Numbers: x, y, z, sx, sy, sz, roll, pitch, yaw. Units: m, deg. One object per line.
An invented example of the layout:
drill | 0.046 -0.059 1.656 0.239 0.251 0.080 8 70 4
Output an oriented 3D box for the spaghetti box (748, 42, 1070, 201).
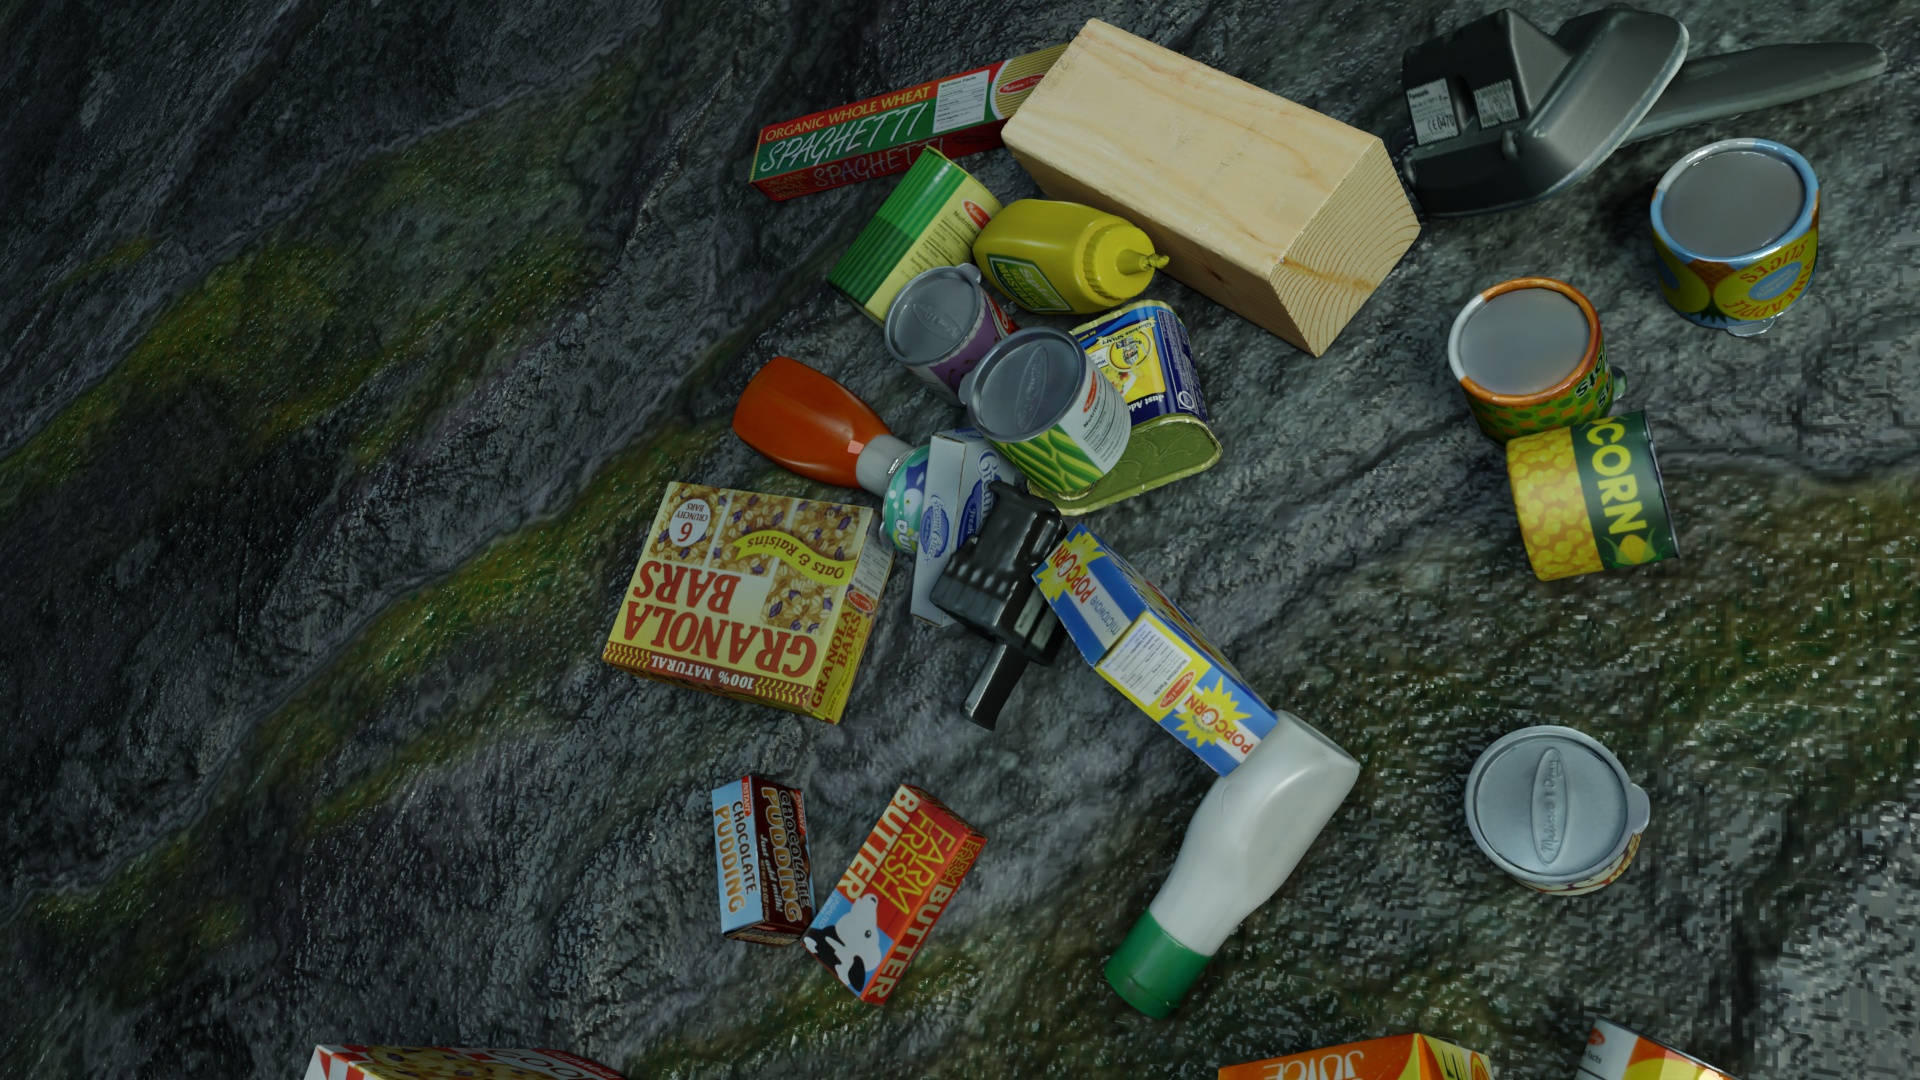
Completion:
spaghetti box | -0.033 -0.280 0.939 0.250 0.028 0.050 -5 66 29

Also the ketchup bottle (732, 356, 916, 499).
ketchup bottle | -0.075 -0.062 0.854 0.149 0.043 0.065 30 86 37

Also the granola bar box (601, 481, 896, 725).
granola bar box | -0.127 0.034 0.844 0.165 0.039 0.124 8 72 33

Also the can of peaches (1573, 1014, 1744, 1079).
can of peaches | 0.260 0.218 0.510 0.071 0.071 0.058 20 80 36

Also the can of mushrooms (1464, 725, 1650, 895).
can of mushrooms | 0.252 0.114 0.583 0.071 0.033 0.071 -13 61 26

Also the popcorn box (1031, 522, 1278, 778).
popcorn box | 0.087 0.047 0.647 0.038 0.085 0.127 -49 19 7

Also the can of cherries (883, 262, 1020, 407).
can of cherries | -0.001 -0.122 0.829 0.071 0.058 0.072 -14 61 26

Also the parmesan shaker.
parmesan shaker | -0.030 -0.184 0.866 0.071 0.071 0.103 39 91 37

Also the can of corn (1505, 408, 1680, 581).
can of corn | 0.276 -0.020 0.607 0.058 0.071 0.071 -13 62 27

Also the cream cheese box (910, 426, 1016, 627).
cream cheese box | 0.003 -0.009 0.750 0.024 0.053 0.103 19 111 32

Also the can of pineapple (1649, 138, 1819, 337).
can of pineapple | 0.349 -0.136 0.625 0.071 0.057 0.071 -13 63 26

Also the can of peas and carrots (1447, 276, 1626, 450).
can of peas and carrots | 0.269 -0.081 0.647 0.071 0.058 0.071 -13 63 26

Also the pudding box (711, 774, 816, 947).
pudding box | -0.107 0.176 0.759 0.030 0.049 0.084 -24 57 22

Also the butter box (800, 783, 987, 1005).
butter box | -0.035 0.184 0.728 0.053 0.024 0.103 31 86 38

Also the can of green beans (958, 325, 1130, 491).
can of green beans | 0.045 -0.066 0.701 0.071 0.057 0.071 -15 58 25

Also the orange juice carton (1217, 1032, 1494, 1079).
orange juice carton | 0.148 0.221 0.496 0.071 0.192 0.073 -19 61 22

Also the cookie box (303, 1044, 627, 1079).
cookie box | -0.225 0.293 0.703 0.123 0.167 0.040 7 76 33

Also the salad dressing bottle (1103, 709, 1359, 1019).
salad dressing bottle | 0.121 0.148 0.631 0.044 0.064 0.147 40 99 44

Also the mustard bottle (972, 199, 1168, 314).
mustard bottle | 0.064 -0.156 0.771 0.049 0.065 0.160 -50 27 -8

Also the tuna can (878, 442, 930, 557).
tuna can | -0.011 -0.018 0.780 0.033 0.071 0.071 20 80 35
